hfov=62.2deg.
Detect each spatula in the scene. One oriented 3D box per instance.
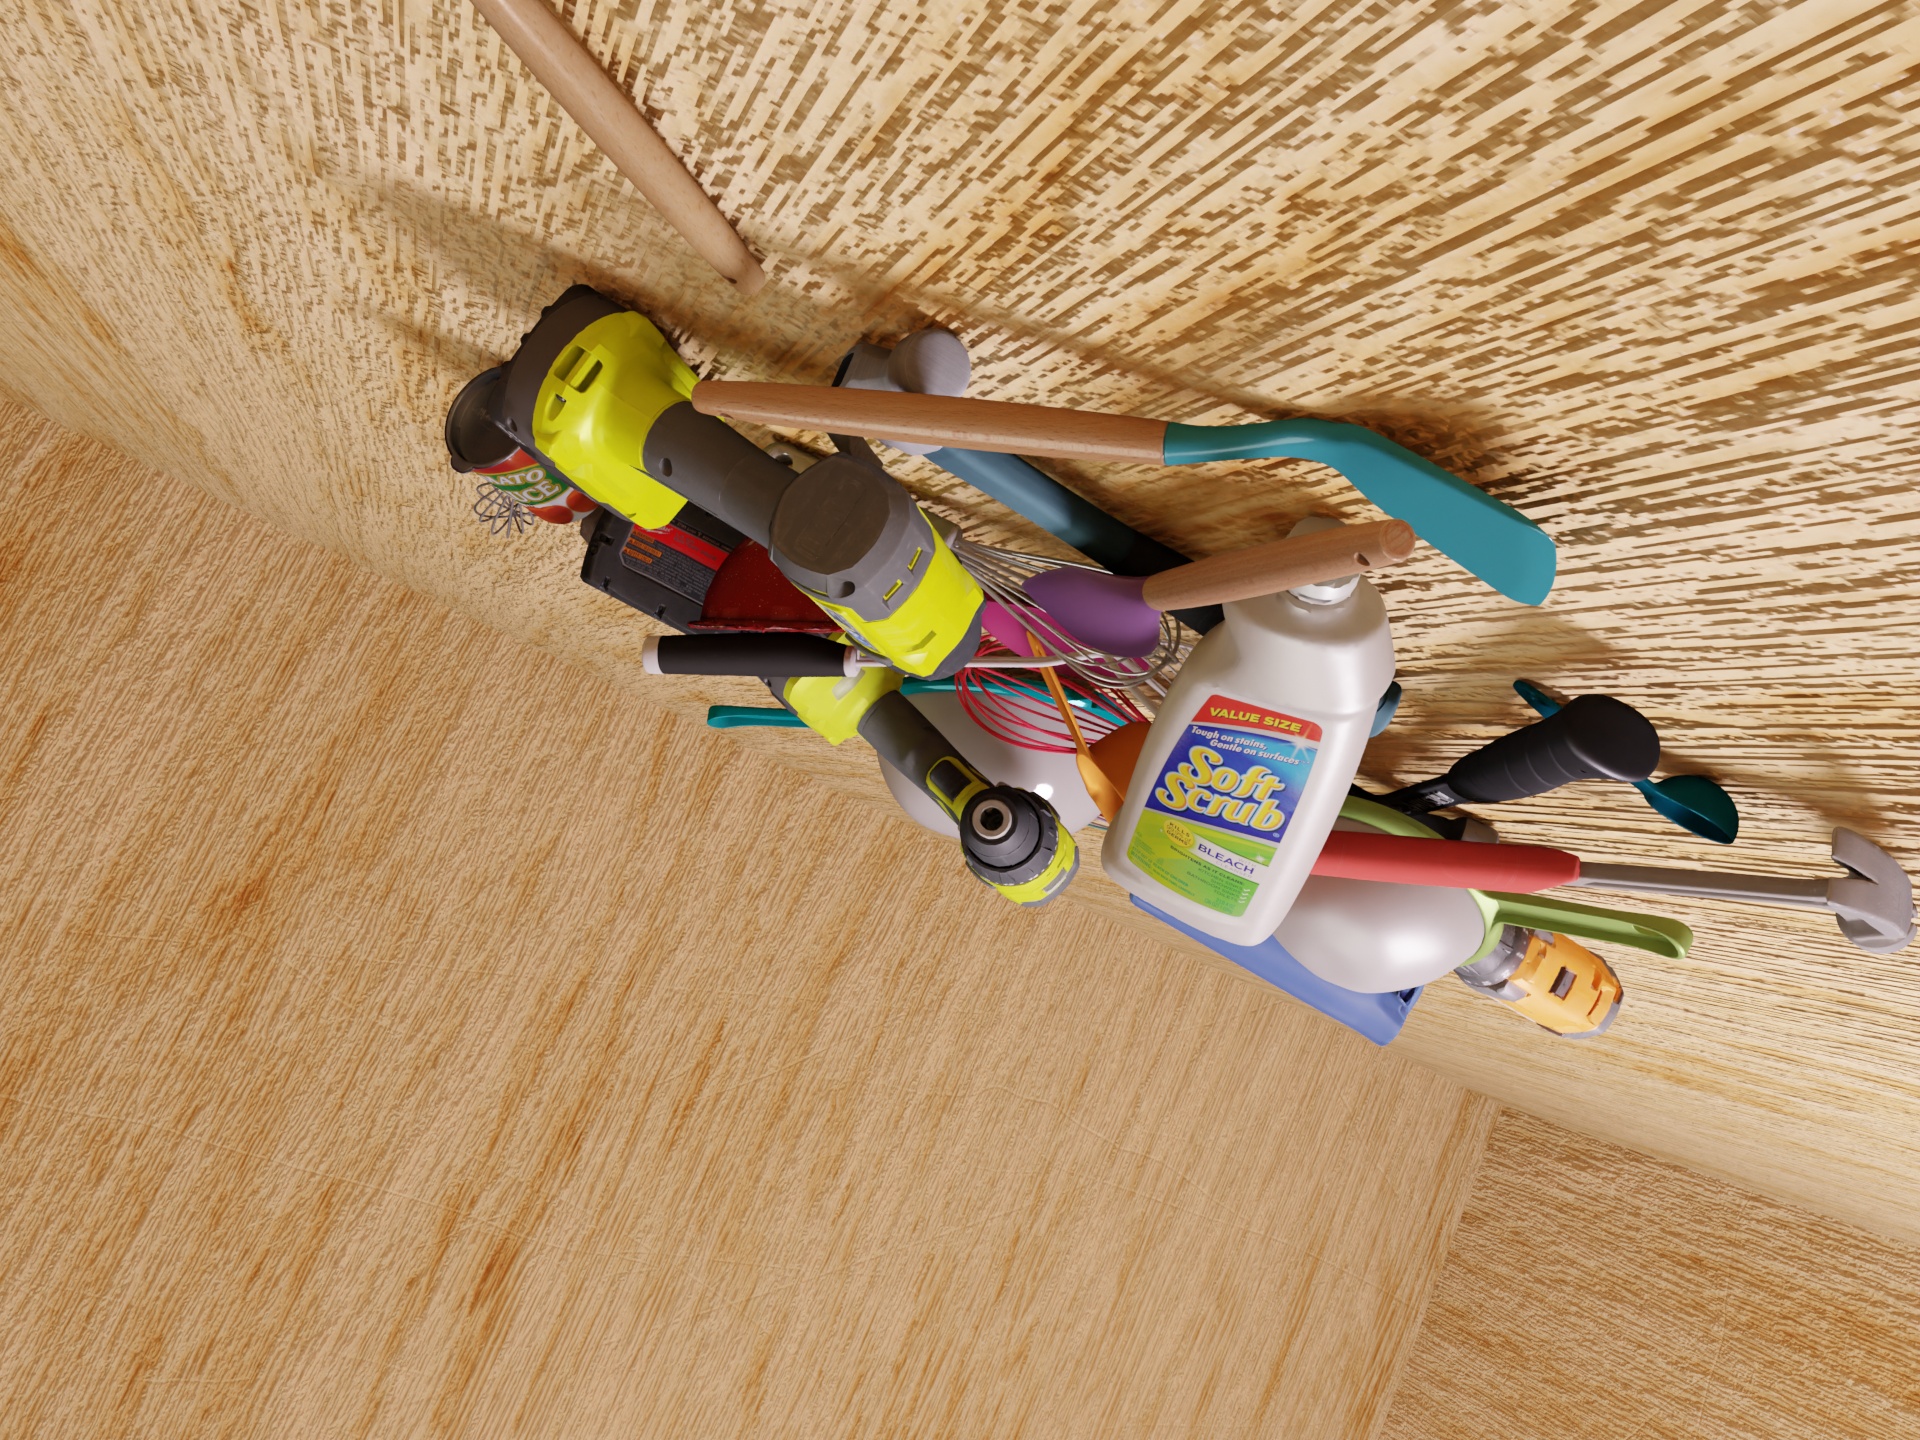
[{"bbox_3d":[0.045,-0.091,0.560,0.317,0.044,0.082,9,172,18],"label":"spatula"},{"bbox_3d":[0.089,-0.051,0.623,0.059,0.018,0.316,42,169,-11],"label":"spatula"}]

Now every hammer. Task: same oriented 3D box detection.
[{"bbox_3d":[0.251,0.069,0.772,0.359,0.037,0.149,2,167,40],"label":"hammer"},{"bbox_3d":[0.081,-0.072,0.716,0.330,0.033,0.128,28,170,-27],"label":"hammer"},{"bbox_3d":[0.254,0.030,0.810,0.149,0.036,0.409,25,174,5],"label":"hammer"}]

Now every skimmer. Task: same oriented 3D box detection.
[{"bbox_3d":[-0.001,-0.003,0.888,0.363,0.090,0.127,2,-174,9],"label":"skimmer"}]

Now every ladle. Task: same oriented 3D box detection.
[{"bbox_3d":[-0.135,-0.197,0.468,0.078,0.062,0.320,21,174,22],"label":"ladle"}]

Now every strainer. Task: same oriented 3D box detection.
[{"bbox_3d":[-0.035,0.038,1.187,0.340,0.095,0.210,3,163,14],"label":"strainer"},{"bbox_3d":[0.263,0.118,0.875,0.256,0.069,0.151,6,141,46],"label":"strainer"}]

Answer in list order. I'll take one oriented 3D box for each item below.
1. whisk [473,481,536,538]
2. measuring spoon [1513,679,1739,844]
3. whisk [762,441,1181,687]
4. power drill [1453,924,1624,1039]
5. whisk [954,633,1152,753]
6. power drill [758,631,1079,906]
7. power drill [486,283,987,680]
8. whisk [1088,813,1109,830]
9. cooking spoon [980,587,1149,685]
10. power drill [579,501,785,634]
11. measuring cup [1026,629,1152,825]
[{"bbox_3d":[-0.328,-0.177,1.167,0.055,0.055,0.239,26,167,-14],"label":"whisk"},{"bbox_3d":[0.300,0.013,0.713,0.128,0.021,0.042,35,177,-11],"label":"measuring spoon"},{"bbox_3d":[0.001,-0.085,0.812,0.246,0.058,0.059,27,178,12],"label":"whisk"},{"bbox_3d":[0.306,0.128,1.072,0.185,0.084,0.226,29,179,-30],"label":"power drill"},{"bbox_3d":[0.123,0.012,1.052,0.295,0.073,0.073,22,173,-26],"label":"whisk"},{"bbox_3d":[-0.023,0.022,1.005,0.229,0.080,0.190,43,178,16],"label":"power drill"},{"bbox_3d":[-0.092,-0.098,0.728,0.223,0.080,0.171,33,175,22],"label":"power drill"},{"bbox_3d":[0.150,0.089,1.242,0.245,0.051,0.047,31,170,35],"label":"whisk"},{"bbox_3d":[-0.035,-0.093,0.952,0.319,0.017,0.068,24,154,2],"label":"cooking spoon"},{"bbox_3d":[-0.186,-0.106,1.066,0.188,0.080,0.226,27,180,0],"label":"power drill"},{"bbox_3d":[0.097,0.008,0.967,0.173,0.052,0.095,62,171,-19],"label":"measuring cup"}]
